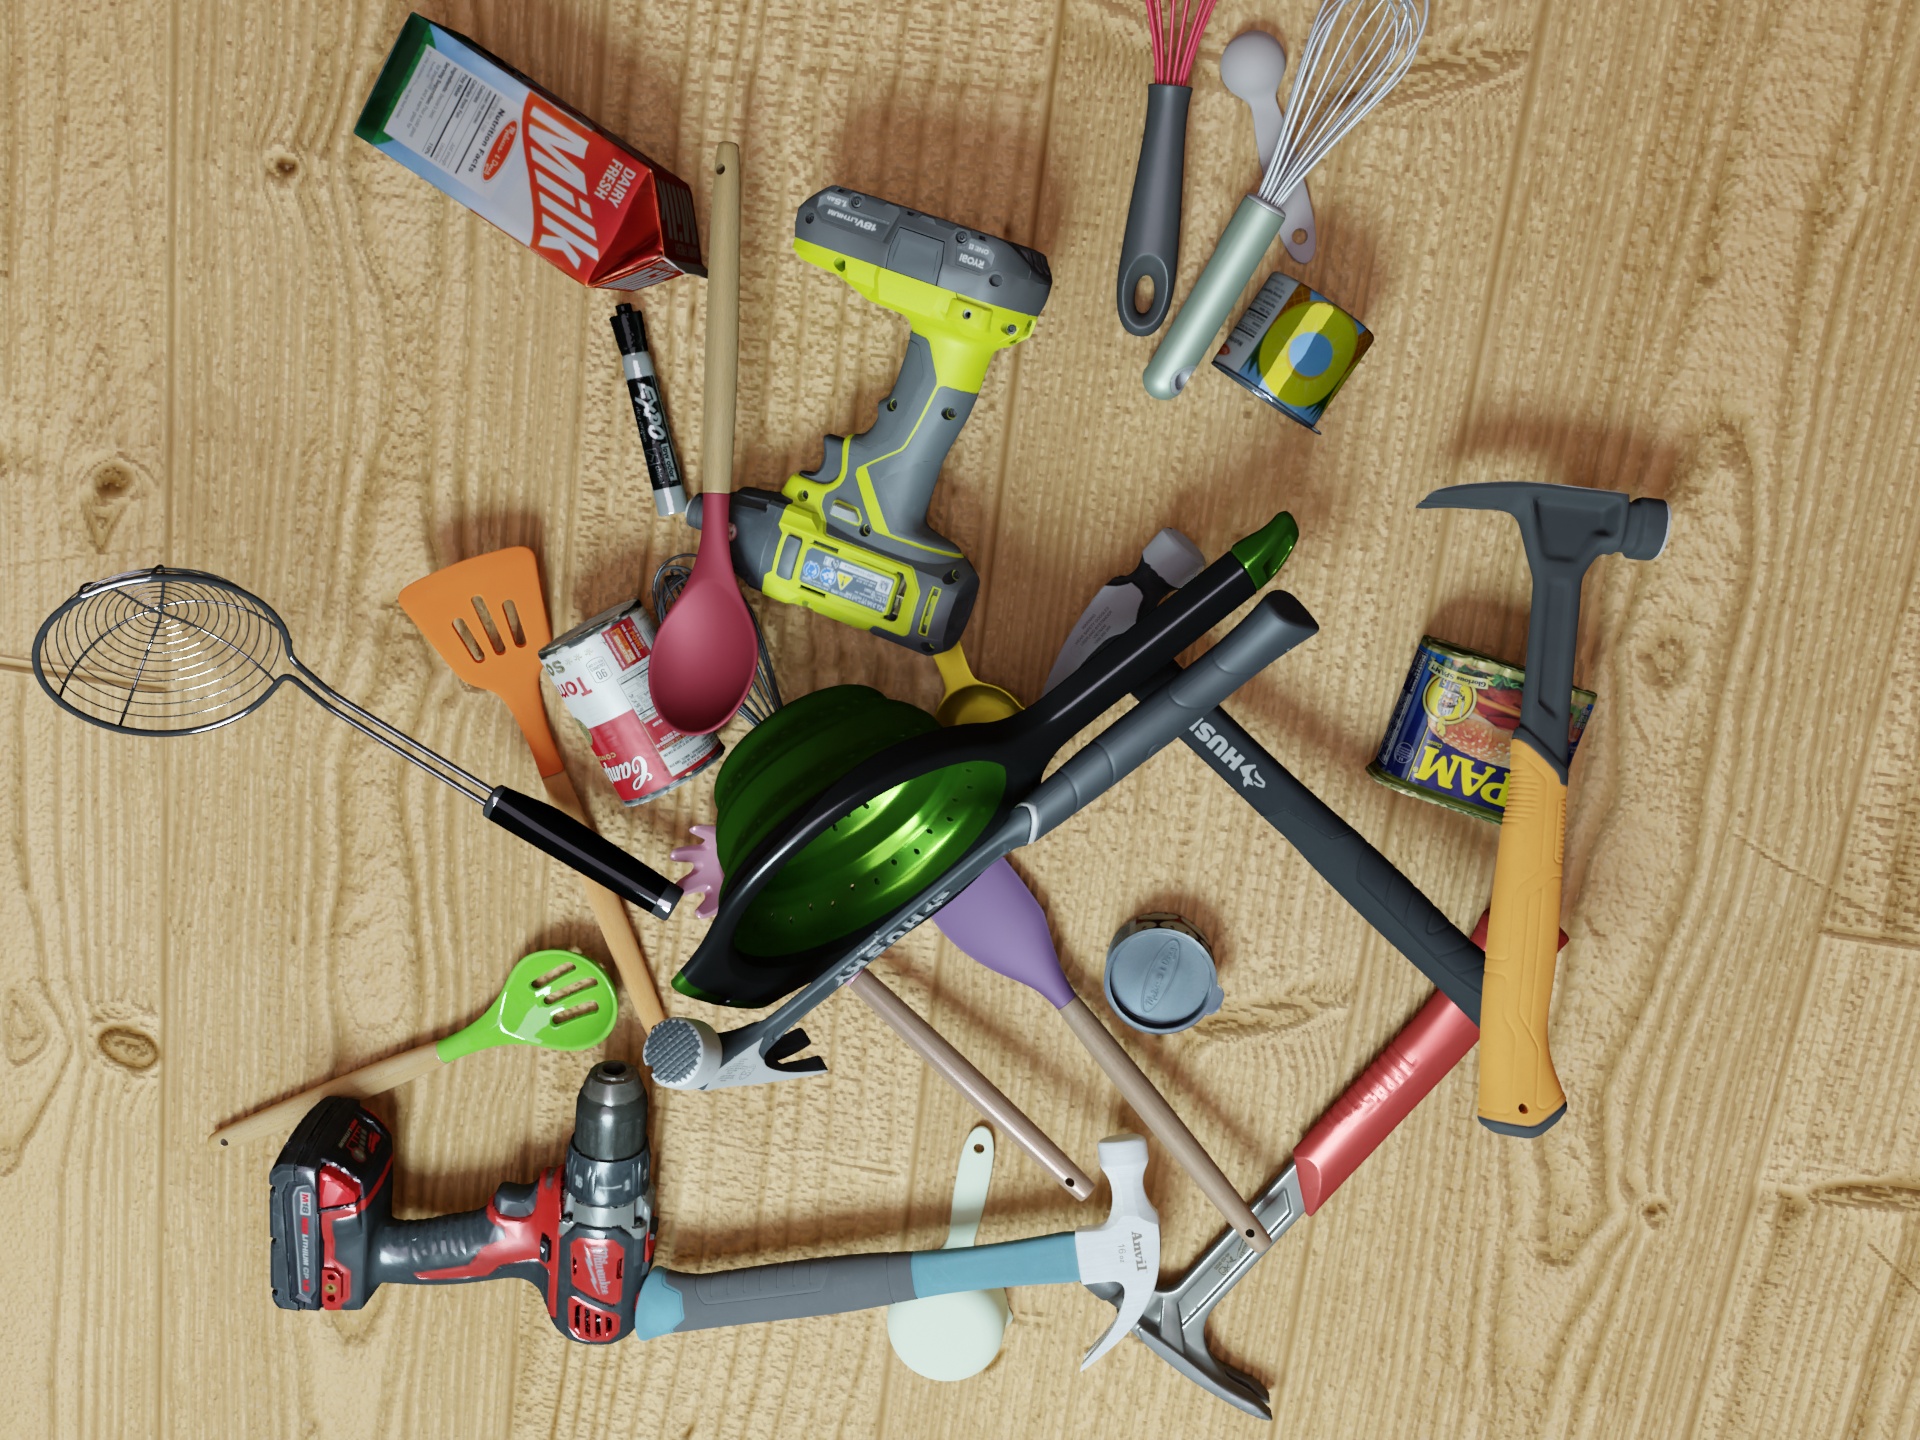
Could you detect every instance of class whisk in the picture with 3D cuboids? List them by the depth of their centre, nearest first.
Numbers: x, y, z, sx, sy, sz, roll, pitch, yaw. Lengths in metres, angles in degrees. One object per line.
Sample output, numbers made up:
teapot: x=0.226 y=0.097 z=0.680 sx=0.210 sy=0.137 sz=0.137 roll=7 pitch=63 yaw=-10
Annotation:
whisk: x=0.111 y=-0.350 z=0.827 sx=0.073 sy=0.073 sz=0.295 roll=7 pitch=109 yaw=5
whisk: x=0.163 y=-0.277 z=0.832 sx=0.059 sy=0.057 sz=0.246 roll=42 pitch=115 yaw=26
whisk: x=-0.103 y=0.006 z=0.932 sx=0.055 sy=0.055 sz=0.239 roll=-32 pitch=101 yaw=12

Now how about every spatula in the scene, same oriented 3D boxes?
spatula: x=0.078 y=0.189 z=0.946 sx=0.060 sy=0.018 sz=0.316 roll=-41 pitch=86 yaw=13
spatula: x=-0.237 y=0.056 z=0.957 sx=0.081 sy=0.041 sz=0.322 roll=-21 pitch=101 yaw=-9

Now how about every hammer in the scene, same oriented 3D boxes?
hammer: x=0.290 y=0.043 z=0.823 sx=0.127 sy=0.034 sz=0.337 roll=6 pitch=84 yaw=1
hammer: x=0.022 y=0.069 z=0.848 sx=0.409 sy=0.149 sz=0.036 roll=-39 pitch=67 yaw=6
hammer: x=0.185 y=0.058 z=0.874 sx=0.335 sy=0.035 sz=0.146 roll=45 pitch=111 yaw=9
hammer: x=0.236 y=0.257 z=0.951 sx=0.149 sy=0.037 sz=0.359 roll=38 pitch=104 yaw=-3
hammer: x=-0.041 y=0.338 z=0.969 sx=0.331 sy=0.033 sz=0.128 roll=-10 pitch=82 yaw=9

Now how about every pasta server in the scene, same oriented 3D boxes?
pasta server: x=-0.044 y=0.173 z=0.941 sx=0.316 sy=0.040 sz=0.060 roll=42 pitch=107 yaw=6

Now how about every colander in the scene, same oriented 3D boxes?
colander: x=-0.001 y=-0.003 z=0.846 sx=0.397 sy=0.204 sz=0.095 roll=-39 pitch=66 yaw=6

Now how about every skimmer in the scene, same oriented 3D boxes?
skimmer: x=-0.329 y=0.031 z=0.894 sx=0.363 sy=0.090 sz=0.127 roll=31 pitch=125 yaw=-5

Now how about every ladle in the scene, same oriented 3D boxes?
ladle: x=-0.132 y=-0.149 z=0.859 sx=0.069 sy=0.031 sz=0.315 roll=6 pitch=97 yaw=23

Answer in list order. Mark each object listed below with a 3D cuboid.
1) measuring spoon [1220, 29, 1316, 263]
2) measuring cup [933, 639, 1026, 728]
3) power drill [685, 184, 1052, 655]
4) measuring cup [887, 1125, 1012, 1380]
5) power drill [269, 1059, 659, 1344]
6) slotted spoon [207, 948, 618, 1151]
measuring spoon: x=0.169 y=-0.305 z=0.847 sx=0.034 sy=0.018 sz=0.124 roll=-17 pitch=101 yaw=9
measuring cup: x=-0.004 y=-0.040 z=0.924 sx=0.062 sy=0.029 sz=0.156 roll=-22 pitch=87 yaw=14
power drill: x=-0.052 y=-0.166 z=0.870 sx=0.171 sy=0.080 sz=0.223 roll=22 pitch=107 yaw=12
measuring cup: x=-0.002 y=0.335 z=0.992 sx=0.083 sy=0.038 sz=0.167 roll=11 pitch=104 yaw=4
power drill: x=-0.300 y=0.290 z=0.987 sx=0.226 sy=0.080 sz=0.187 roll=7 pitch=108 yaw=-3
slotted spoon: x=-0.351 y=0.217 z=1.012 sx=0.314 sy=0.031 sz=0.070 roll=-23 pitch=101 yaw=12
